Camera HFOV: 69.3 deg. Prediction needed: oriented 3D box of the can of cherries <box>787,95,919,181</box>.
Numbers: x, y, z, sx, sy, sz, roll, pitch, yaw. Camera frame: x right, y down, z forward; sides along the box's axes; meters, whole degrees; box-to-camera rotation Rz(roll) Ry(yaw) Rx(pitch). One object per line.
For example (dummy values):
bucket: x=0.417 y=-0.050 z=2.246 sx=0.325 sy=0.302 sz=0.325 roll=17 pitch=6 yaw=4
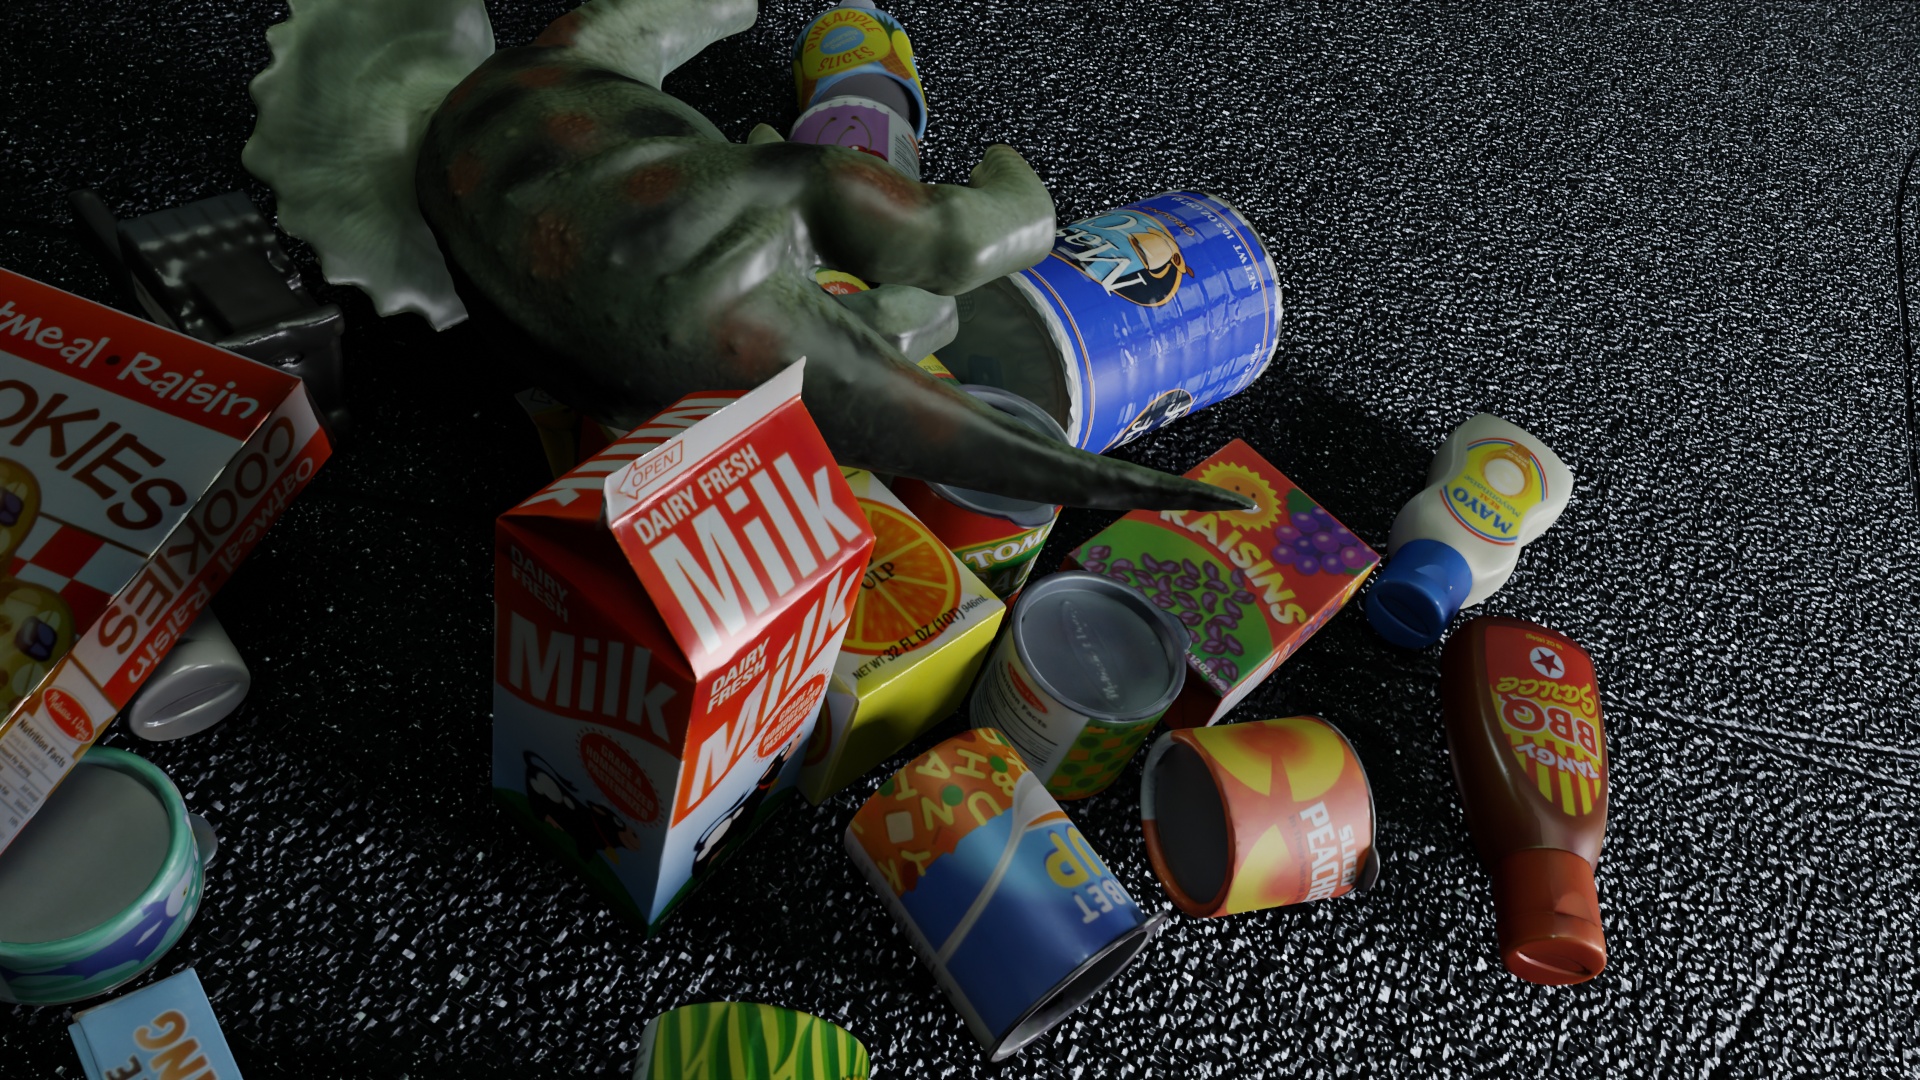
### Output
can of cherries: x=-0.055 y=-0.171 z=0.675 sx=0.071 sy=0.071 sz=0.059 roll=8 pitch=49 yaw=-14

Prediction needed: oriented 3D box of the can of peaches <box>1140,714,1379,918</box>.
can of peaches: x=0.105 y=0.099 z=0.494 sx=0.058 sy=0.070 sz=0.071 roll=-2 pitch=52 yaw=-21

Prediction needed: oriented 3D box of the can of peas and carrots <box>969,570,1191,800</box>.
can of peas and carrots: x=0.044 y=0.054 z=0.518 sx=0.071 sy=0.058 sz=0.071 roll=11 pitch=48 yaw=-12

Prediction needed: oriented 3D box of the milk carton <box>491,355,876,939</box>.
milk carton: x=-0.083 y=0.030 z=0.402 sx=0.073 sy=0.189 sz=0.073 roll=37 pitch=48 yaw=14

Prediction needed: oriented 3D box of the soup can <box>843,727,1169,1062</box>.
soup can: x=0.014 y=0.111 z=0.449 sx=0.071 sy=0.071 sz=0.084 roll=-22 pitch=61 yaw=-34

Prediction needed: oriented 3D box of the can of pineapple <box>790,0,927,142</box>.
can of pineapple: x=-0.054 y=-0.238 z=0.729 sx=0.071 sy=0.070 sz=0.058 roll=2 pitch=50 yaw=-19

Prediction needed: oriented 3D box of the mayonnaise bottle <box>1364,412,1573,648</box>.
mayonnaise bottle: x=0.235 y=-0.004 z=0.650 sx=0.065 sy=0.041 sz=0.149 roll=39 pitch=48 yaw=12

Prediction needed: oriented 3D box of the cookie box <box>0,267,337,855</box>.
cookie box: x=-0.287 y=0.002 z=0.400 sx=0.123 sy=0.040 sz=0.168 roll=20 pitch=55 yaw=6

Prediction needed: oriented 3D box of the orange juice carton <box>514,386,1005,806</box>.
orange juice carton: x=-0.081 y=-0.005 z=0.513 sx=0.072 sy=0.072 sz=0.193 roll=-30 pitch=65 yaw=-37

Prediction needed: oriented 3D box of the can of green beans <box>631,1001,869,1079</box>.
can of green beans: x=-0.060 y=0.166 z=0.377 sx=0.071 sy=0.071 sz=0.058 roll=13 pitch=47 yaw=-9

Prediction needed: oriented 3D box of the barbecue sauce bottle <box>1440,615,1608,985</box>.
barbecue sauce bottle: x=0.228 y=0.101 z=0.555 sx=0.065 sy=0.043 sz=0.149 roll=19 pitch=47 yaw=-5

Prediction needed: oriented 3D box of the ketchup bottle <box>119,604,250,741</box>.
ketchup bottle: x=-0.283 y=0.000 z=0.455 sx=0.065 sy=0.043 sz=0.149 roll=-29 pitch=65 yaw=-31

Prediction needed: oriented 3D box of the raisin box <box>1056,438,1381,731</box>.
raisin box: x=0.108 y=0.018 z=0.586 sx=0.086 sy=0.039 sz=0.124 roll=43 pitch=51 yaw=19

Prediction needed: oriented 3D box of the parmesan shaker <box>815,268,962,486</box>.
parmesan shaker: x=-0.046 y=-0.072 z=0.588 sx=0.071 sy=0.071 sz=0.103 roll=-26 pitch=63 yaw=-35

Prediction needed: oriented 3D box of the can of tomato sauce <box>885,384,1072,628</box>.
can of tomato sauce: x=0.002 y=-0.007 z=0.538 sx=0.071 sy=0.082 sz=0.071 roll=10 pitch=48 yaw=-12

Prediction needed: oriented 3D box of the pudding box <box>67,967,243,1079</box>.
pudding box: x=-0.191 y=0.156 z=0.348 sx=0.030 sy=0.049 sz=0.084 roll=-22 pitch=61 yaw=-35

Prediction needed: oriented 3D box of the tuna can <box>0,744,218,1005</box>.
tuna can: x=-0.251 y=0.092 z=0.394 sx=0.071 sy=0.032 sz=0.071 roll=10 pitch=48 yaw=-11
